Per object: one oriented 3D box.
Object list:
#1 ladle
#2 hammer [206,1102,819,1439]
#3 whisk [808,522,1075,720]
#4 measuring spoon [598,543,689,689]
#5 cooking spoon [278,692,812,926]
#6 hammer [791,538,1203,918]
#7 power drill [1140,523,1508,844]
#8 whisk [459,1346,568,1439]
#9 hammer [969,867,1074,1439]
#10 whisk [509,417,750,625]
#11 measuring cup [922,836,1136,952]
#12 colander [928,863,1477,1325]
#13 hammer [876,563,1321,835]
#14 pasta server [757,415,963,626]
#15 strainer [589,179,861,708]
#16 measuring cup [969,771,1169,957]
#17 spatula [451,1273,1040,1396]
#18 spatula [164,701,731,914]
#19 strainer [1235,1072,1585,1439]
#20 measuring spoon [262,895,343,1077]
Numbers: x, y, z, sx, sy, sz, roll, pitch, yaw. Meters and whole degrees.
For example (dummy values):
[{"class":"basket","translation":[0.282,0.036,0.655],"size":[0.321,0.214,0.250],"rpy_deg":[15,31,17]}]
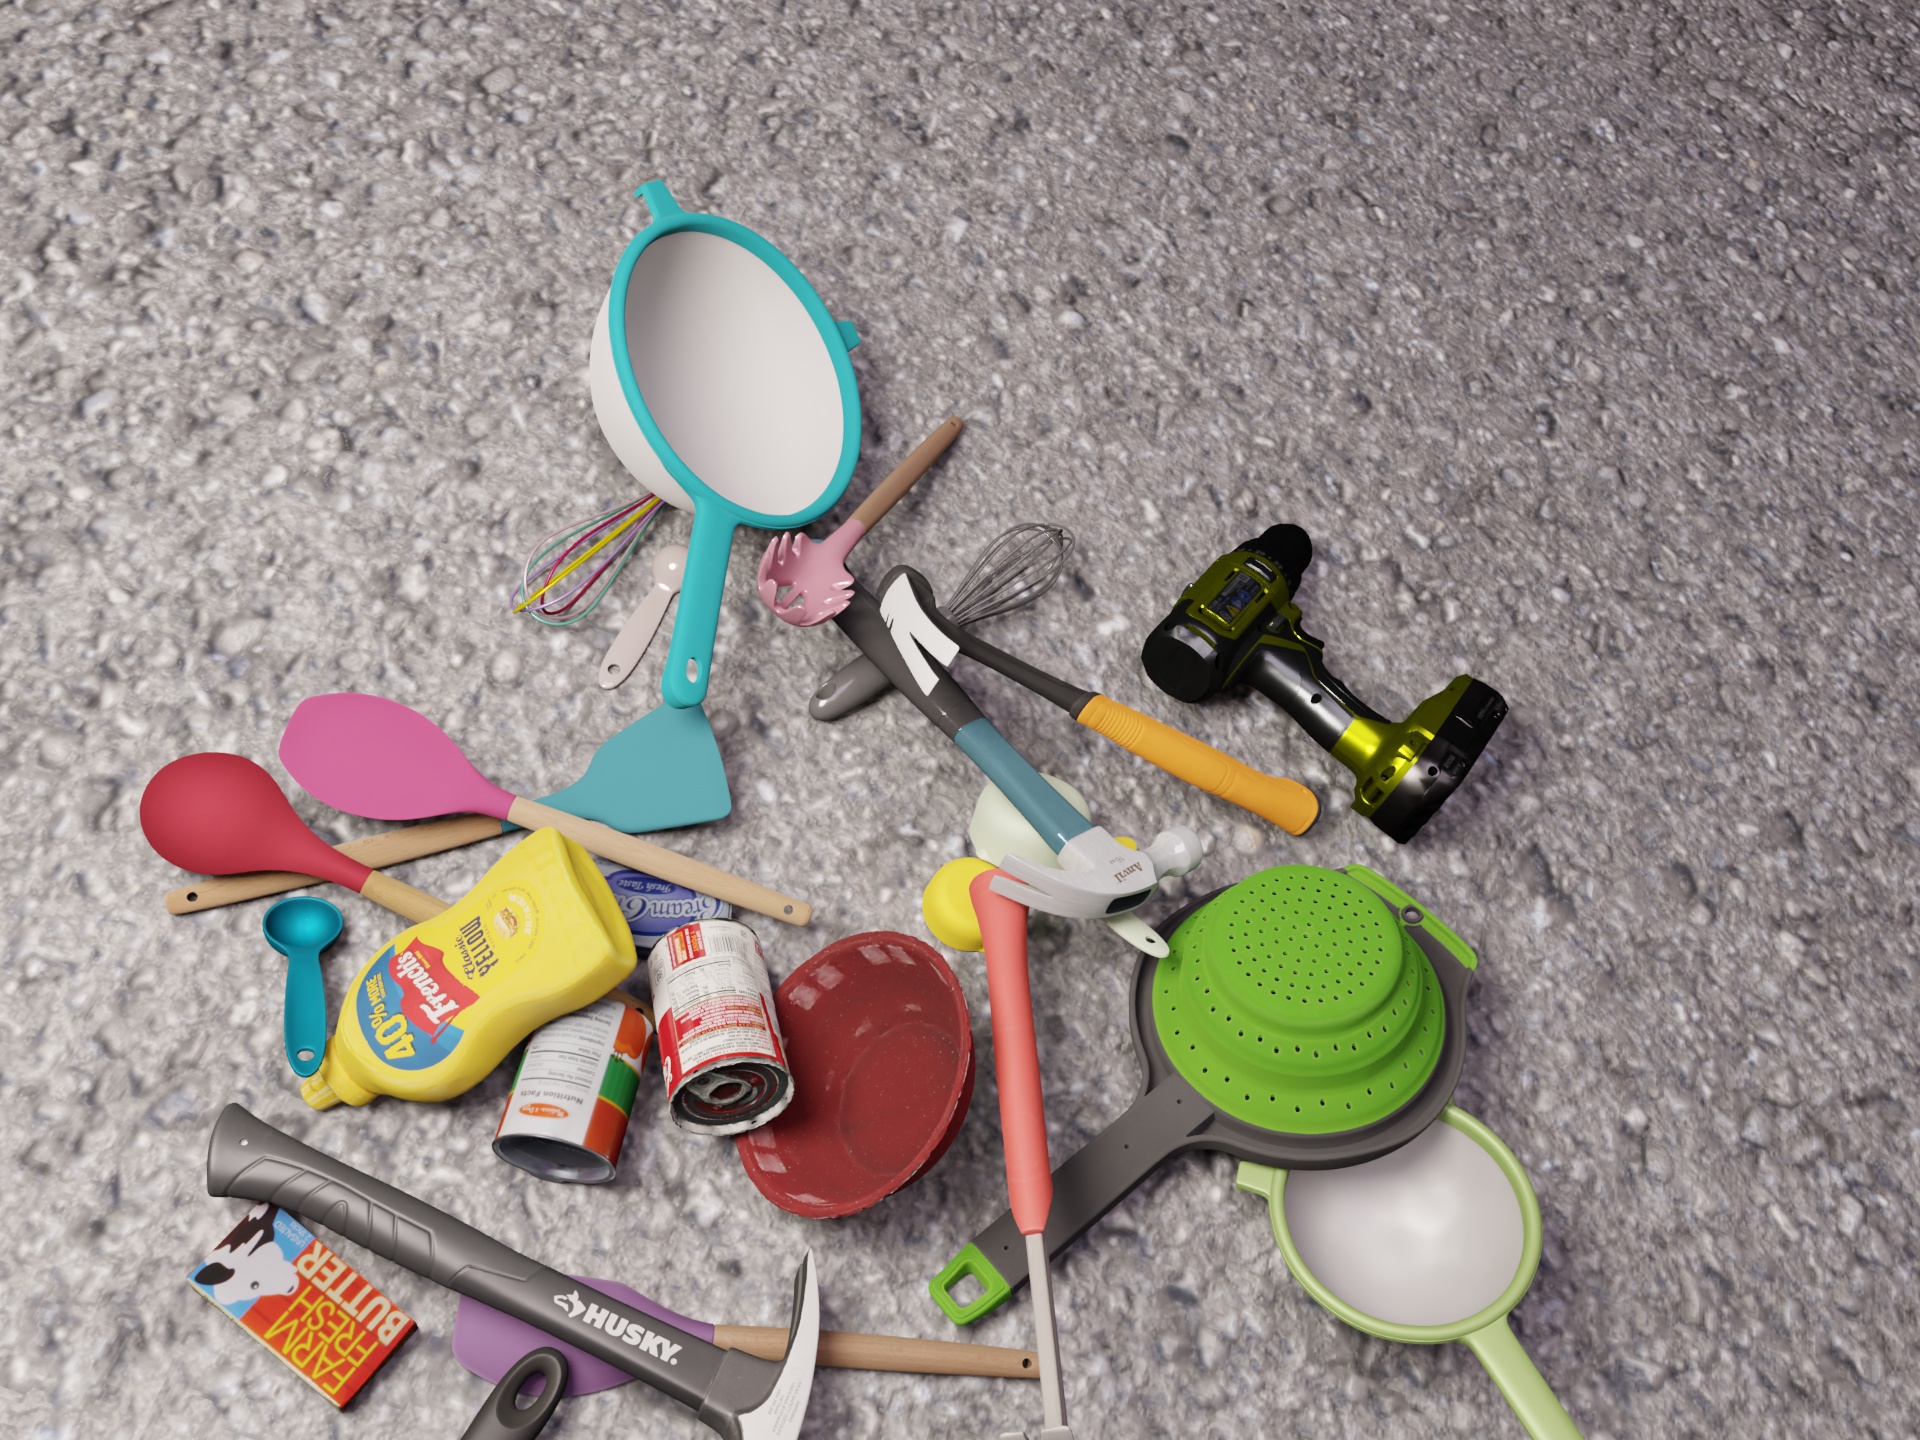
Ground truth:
[{"class":"ladle","translation":[-0.312,0.104,0.898],"size":[0.315,0.031,0.069],"rpy_deg":[28,72,-8]},{"class":"hammer","translation":[-0.228,0.278,0.805],"size":[0.335,0.035,0.146],"rpy_deg":[25,45,2]},{"class":"whisk","translation":[-0.012,-0.070,1.089],"size":[0.239,0.055,0.055],"rpy_deg":[-37,75,-25]},{"class":"measuring spoon","translation":[-0.207,-0.071,1.051],"size":[0.034,0.018,0.124],"rpy_deg":[24,58,-1]},{"class":"cooking spoon","translation":[-0.237,0.061,0.928],"size":[0.319,0.017,0.069],"rpy_deg":[21,77,-7]},{"class":"hammer","translation":[-0.002,-0.003,0.999],"size":[0.128,0.033,0.331],"rpy_deg":[-23,59,-39]},{"class":"power drill","translation":[0.262,-0.038,1.125],"size":[0.228,0.080,0.190],"rpy_deg":[38,50,11]},{"class":"whisk","translation":[-0.275,0.419,0.725],"size":[0.073,0.073,0.296],"rpy_deg":[32,54,4]},{"class":"hammer","translation":[0.033,0.224,0.834],"size":[0.036,0.149,0.359],"rpy_deg":[-10,48,5]},{"class":"whisk","translation":[-0.212,-0.142,1.077],"size":[0.051,0.047,0.245],"rpy_deg":[36,55,8]},{"class":"measuring cup","translation":[0.050,0.099,1.015],"size":[0.156,0.029,0.062],"rpy_deg":[-18,67,-22]},{"class":"colander","translation":[0.140,0.197,0.919],"size":[0.397,0.094,0.205],"rpy_deg":[-34,54,-21]},{"class":"hammer","translation":[0.102,0.003,1.007],"size":[0.336,0.034,0.127],"rpy_deg":[25,18,-25]},{"class":"pasta server","translation":[-0.056,-0.145,1.070],"size":[0.060,0.040,0.316],"rpy_deg":[42,39,-6]},{"class":"strainer","translation":[-0.175,-0.158,1.024],"size":[0.210,0.095,0.341],"rpy_deg":[28,58,-42]},{"class":"measuring cup","translation":[0.074,0.085,0.985],"size":[0.083,0.038,0.168],"rpy_deg":[-14,39,-37]},{"class":"spatula","translation":[-0.106,0.333,0.845],"size":[0.316,0.018,0.060],"rpy_deg":[8,67,-10]},{"class":"spatula","translation":[-0.297,0.062,0.934],"size":[0.317,0.044,0.082],"rpy_deg":[-15,81,-21]},{"class":"strainer","translation":[0.277,0.333,0.894],"size":[0.151,0.069,0.257],"rpy_deg":[-22,51,-13]},{"class":"measuring spoon","translation":[-0.356,0.147,0.861],"size":[0.042,0.021,0.129],"rpy_deg":[1,39,-24]}]
